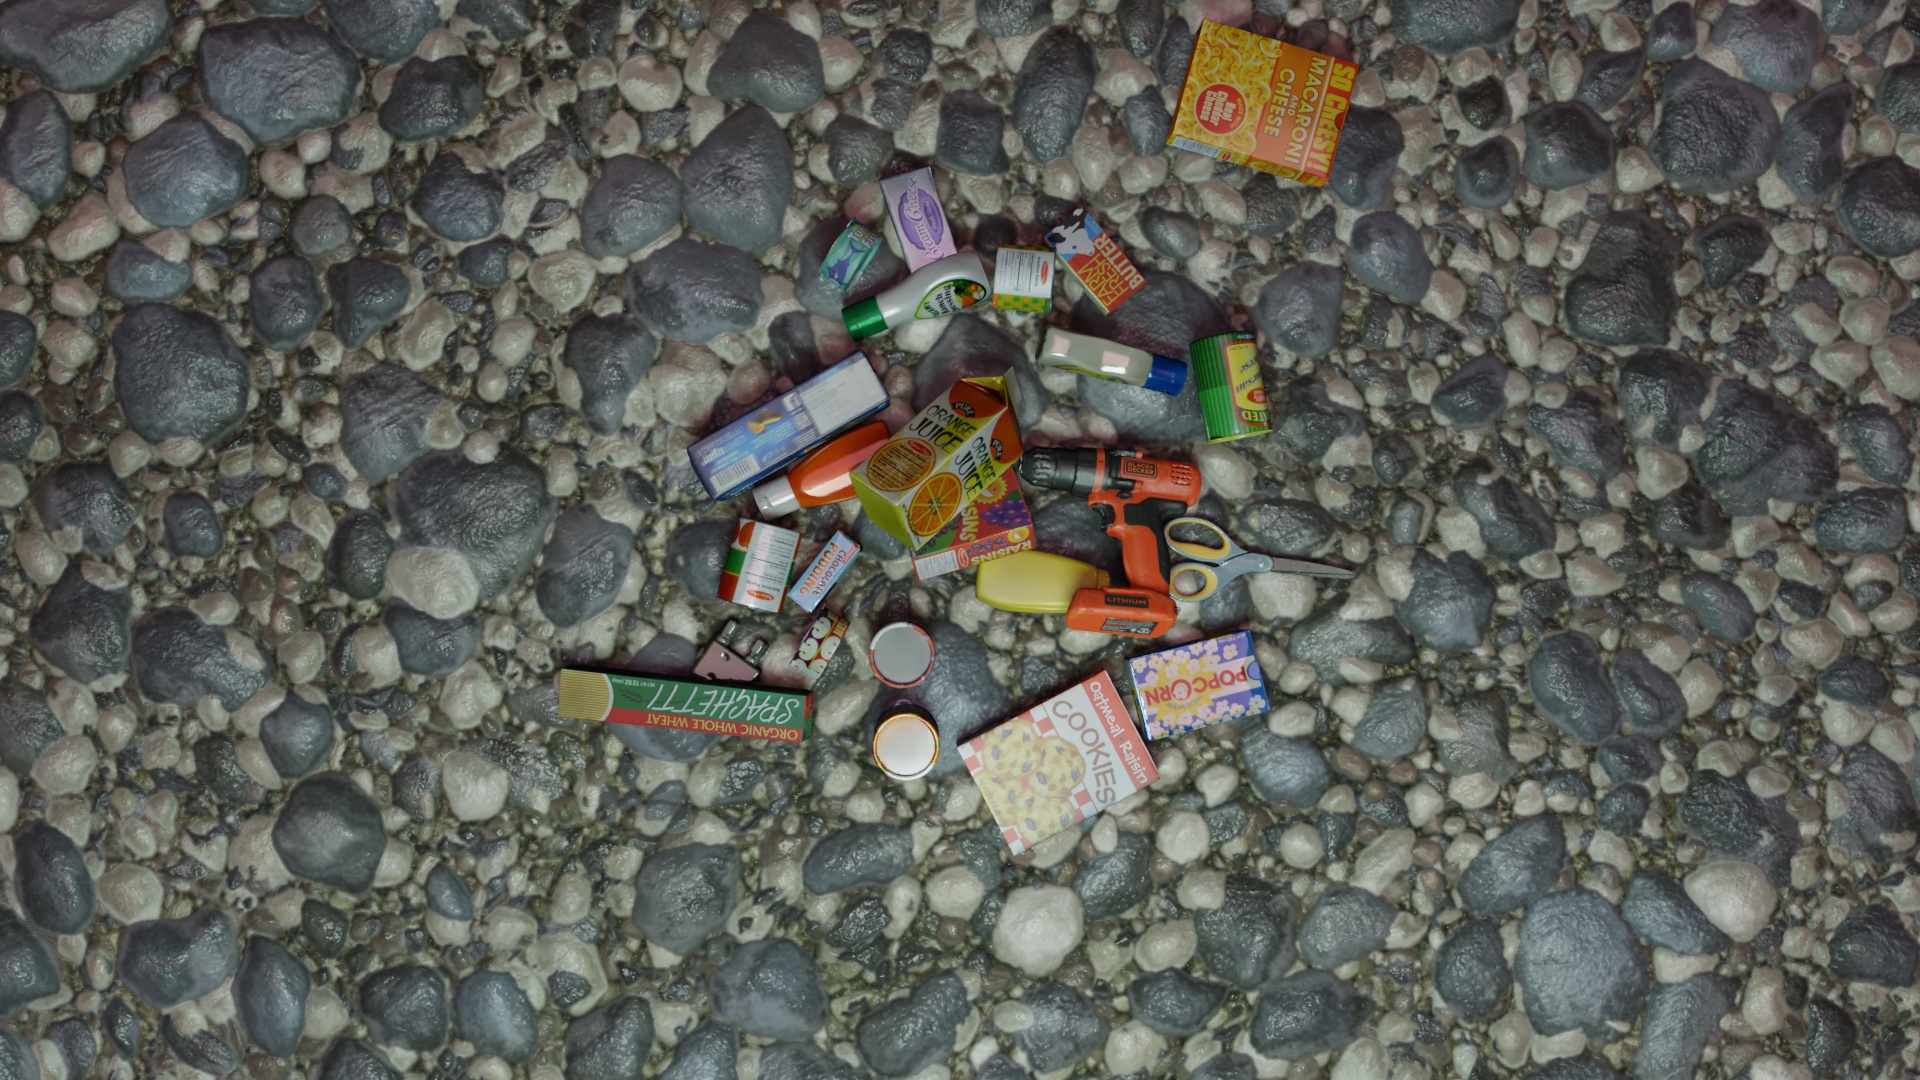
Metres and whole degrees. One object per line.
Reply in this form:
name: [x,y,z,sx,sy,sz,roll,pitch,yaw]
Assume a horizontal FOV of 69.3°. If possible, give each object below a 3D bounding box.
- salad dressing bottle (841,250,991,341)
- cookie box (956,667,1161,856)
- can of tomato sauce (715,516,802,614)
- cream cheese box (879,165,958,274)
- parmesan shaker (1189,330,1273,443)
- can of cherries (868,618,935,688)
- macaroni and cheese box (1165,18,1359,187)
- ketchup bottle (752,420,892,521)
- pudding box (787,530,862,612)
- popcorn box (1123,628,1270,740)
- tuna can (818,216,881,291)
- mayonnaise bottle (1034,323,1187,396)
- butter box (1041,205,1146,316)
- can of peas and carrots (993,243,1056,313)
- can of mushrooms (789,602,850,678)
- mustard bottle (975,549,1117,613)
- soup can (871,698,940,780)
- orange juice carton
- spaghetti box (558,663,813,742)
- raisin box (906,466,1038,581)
salad dressing bottle: [-0.044,-0.241,1.384,0.147,0.064,0.044,-21,63,6]
cookie box: [0.098,0.219,1.387,0.167,0.040,0.123,-27,90,-2]
can of tomato sauce: [-0.198,0.024,1.367,0.071,0.071,0.083,15,88,-2]
cream cheese box: [-0.041,-0.321,1.402,0.053,0.024,0.103,-18,89,-2]
parmesan shaker: [0.268,-0.153,1.388,0.071,0.071,0.103,-11,90,-3]
can of cherries: [-0.055,0.113,1.373,0.071,0.058,0.071,0,88,-2]
macaroni and cheese box: [0.307,-0.443,1.412,0.166,0.040,0.123,15,89,-2]
ketchup bottle: [-0.132,-0.064,1.382,0.149,0.043,0.064,-24,94,-3]
pudding box: [-0.133,0.031,1.376,0.030,0.049,0.084,38,88,0]
popcorn box: [0.236,0.144,1.395,0.127,0.038,0.085,-14,88,-2]
tuna can: [-0.108,-0.284,1.376,0.033,0.071,0.071,34,88,-3]
mayonnaise bottle: [0.151,-0.179,1.389,0.148,0.065,0.041,14,92,-6]
butter box: [0.135,-0.283,1.409,0.053,0.024,0.103,-41,90,-2]
can of peas and carrots: [0.064,-0.261,1.384,0.059,0.071,0.071,6,89,3]
can of mushrooms: [-0.137,0.098,1.366,0.033,0.071,0.071,31,88,-2]
mustard bottle: [0.096,0.044,1.386,0.160,0.048,0.065,9,84,-3]
soup can: [-0.054,0.194,1.359,0.071,0.084,0.071,0,88,-2]
orange juice carton: [-0.008,-0.087,1.348,0.193,0.071,0.073,-43,52,-18]
spaghetti box: [-0.269,0.159,1.360,0.250,0.029,0.050,6,96,5]
raisin box: [0.005,-0.017,1.368,0.123,0.040,0.086,-16,49,-2]
